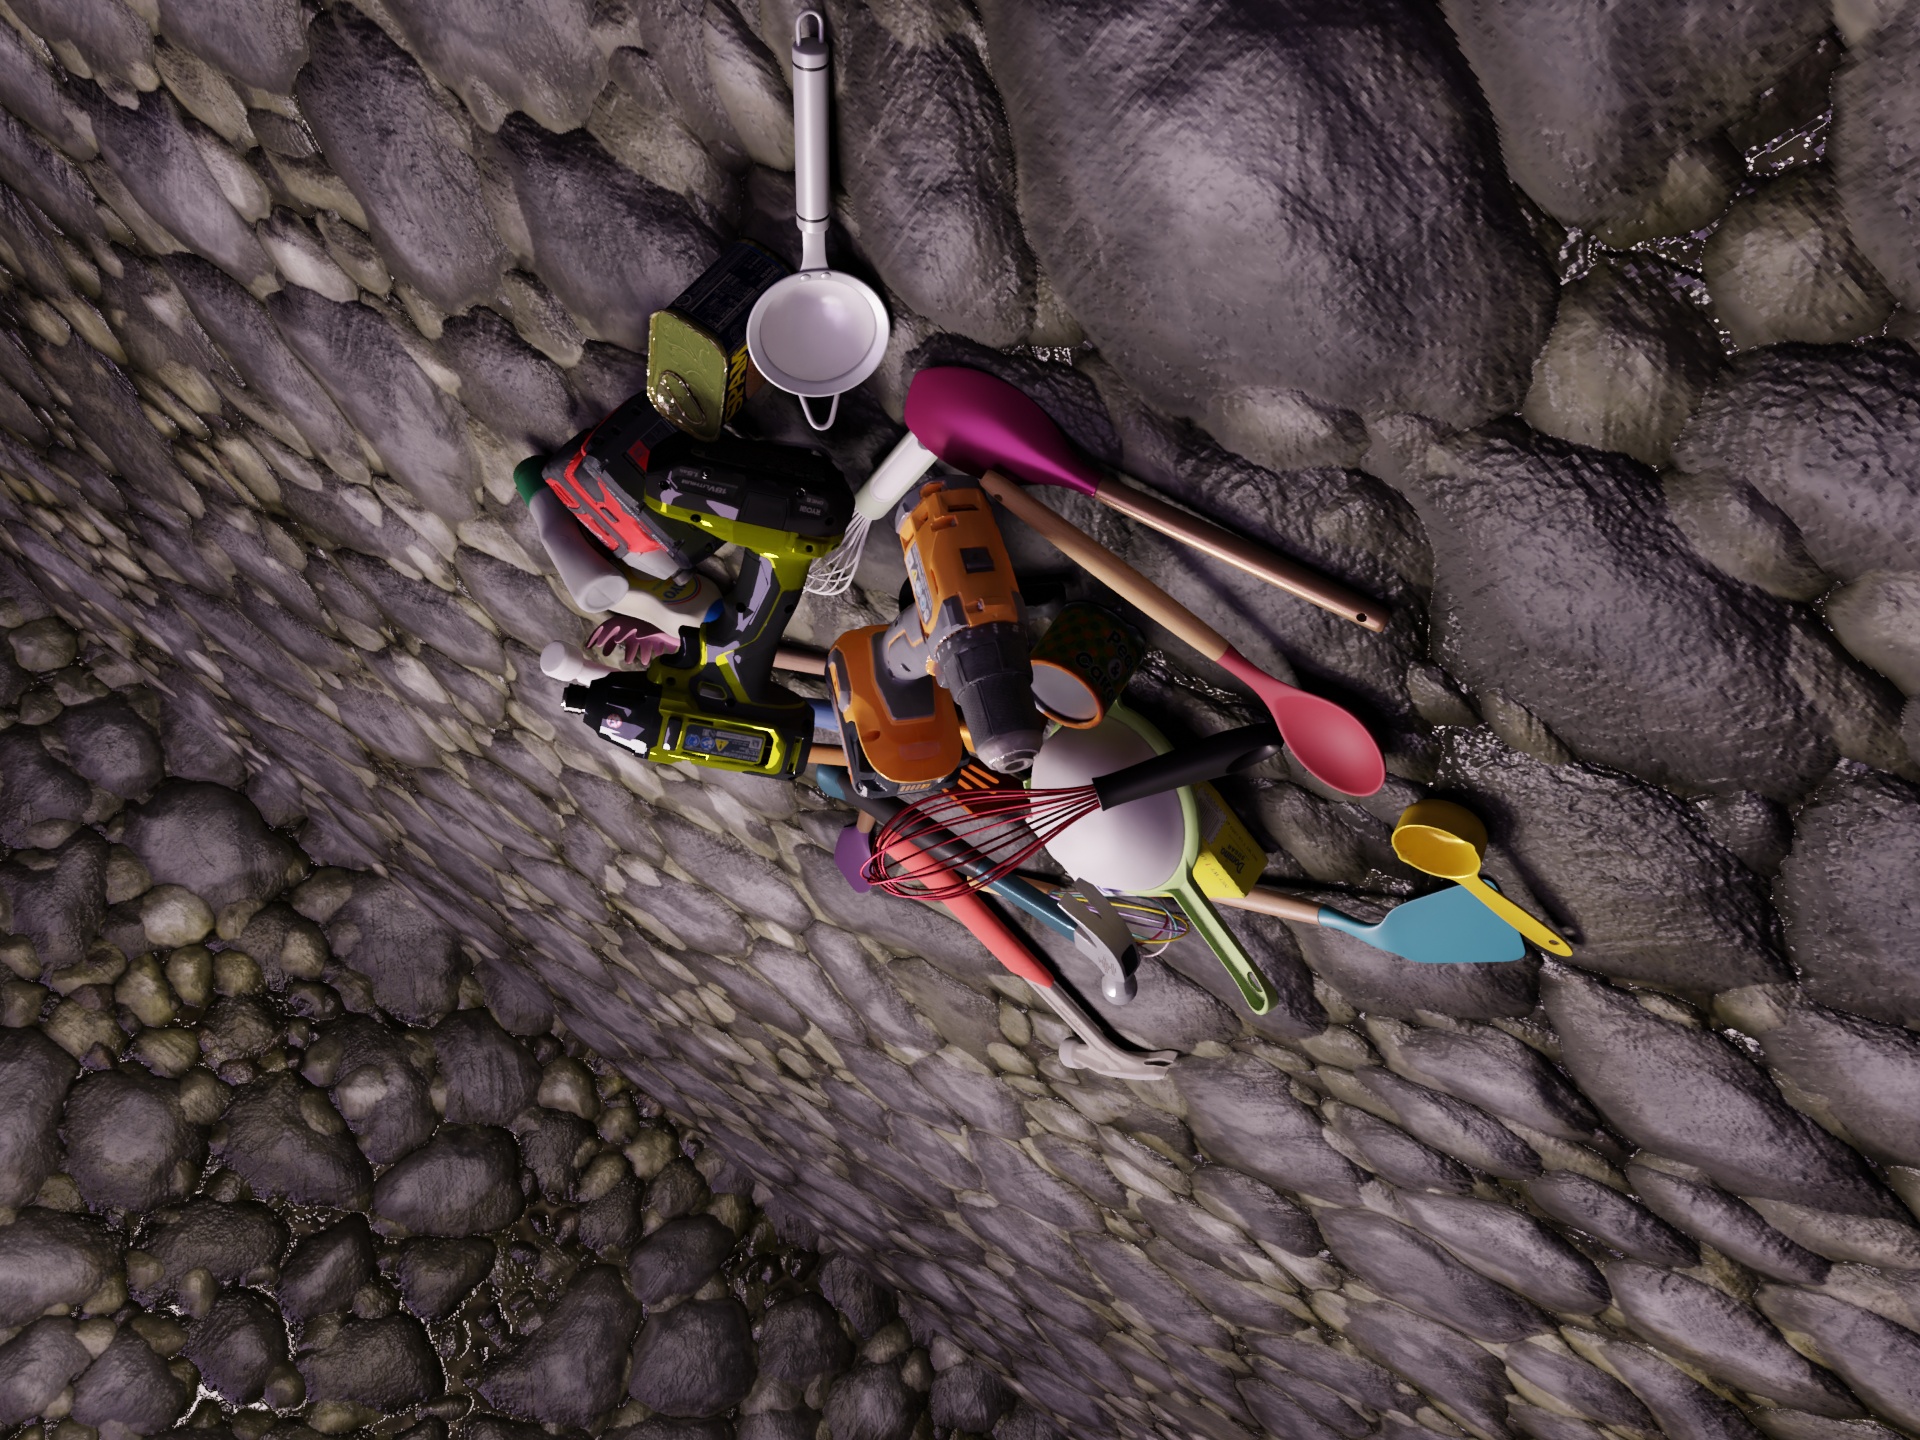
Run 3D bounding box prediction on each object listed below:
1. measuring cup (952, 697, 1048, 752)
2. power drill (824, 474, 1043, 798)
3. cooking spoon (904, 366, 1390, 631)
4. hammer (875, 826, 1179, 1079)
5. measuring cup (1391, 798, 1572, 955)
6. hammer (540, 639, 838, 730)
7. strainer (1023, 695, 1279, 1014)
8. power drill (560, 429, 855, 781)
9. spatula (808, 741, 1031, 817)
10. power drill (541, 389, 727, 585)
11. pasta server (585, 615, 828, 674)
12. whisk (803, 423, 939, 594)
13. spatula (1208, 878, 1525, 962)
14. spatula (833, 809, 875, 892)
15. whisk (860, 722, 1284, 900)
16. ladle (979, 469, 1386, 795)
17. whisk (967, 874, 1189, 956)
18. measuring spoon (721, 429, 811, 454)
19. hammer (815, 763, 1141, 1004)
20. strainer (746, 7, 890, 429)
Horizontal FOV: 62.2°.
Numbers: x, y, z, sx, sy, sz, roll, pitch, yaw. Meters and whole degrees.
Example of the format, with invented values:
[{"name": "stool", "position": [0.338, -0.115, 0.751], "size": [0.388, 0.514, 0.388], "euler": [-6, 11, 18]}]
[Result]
[{"name": "measuring cup", "position": [-0.002, -0.004, 1.197], "size": [0.095, 0.052, 0.174], "euler": [23, 169, -29]}, {"name": "power drill", "position": [-0.014, -0.023, 1.021], "size": [0.226, 0.084, 0.185], "euler": [125, 134, -58]}, {"name": "cooking spoon", "position": [0.105, -0.127, 0.941], "size": [0.319, 0.017, 0.068], "euler": [27, 129, 12]}, {"name": "hammer", "position": [0.052, 0.218, 1.505], "size": [0.358, 0.037, 0.149], "euler": [48, 150, -20]}, {"name": "measuring cup", "position": [0.344, 0.101, 1.026], "size": [0.156, 0.029, 0.062], "euler": [36, 152, -17]}, {"name": "hammer", "position": [-0.175, -0.015, 1.377], "size": [0.406, 0.035, 0.144], "euler": [9, 170, 33]}, {"name": "strainer", "position": [0.124, 0.106, 1.113], "size": [0.256, 0.069, 0.151], "euler": [55, 143, 19]}, {"name": "power drill", "position": [-0.168, -0.073, 1.069], "size": [0.171, 0.080, 0.223], "euler": [11, 114, -13]}, {"name": "spatula", "position": [-0.083, 0.040, 1.340], "size": [0.323, 0.081, 0.041], "euler": [4, 105, 39]}, {"name": "power drill", "position": [-0.233, -0.164, 1.189], "size": [0.143, 0.078, 0.220], "euler": [47, 163, -16]}, {"name": "pasta server", "position": [-0.208, -0.057, 1.385], "size": [0.316, 0.040, 0.060], "euler": [11, 172, 36]}, {"name": "whisk", "position": [-0.066, -0.145, 1.088], "size": [0.058, 0.059, 0.246], "euler": [43, 146, -7]}, {"name": "spatula", "position": [0.253, 0.131, 1.170], "size": [0.318, 0.044, 0.082], "euler": [9, 141, 49]}, {"name": "spatula", "position": [-0.085, 0.090, 1.481], "size": [0.060, 0.018, 0.315], "euler": [52, 154, 17]}, {"name": "whisk", "position": [0.073, 0.055, 1.057], "size": [0.296, 0.073, 0.073], "euler": [-19, 133, 4]}, {"name": "ladle", "position": [0.140, -0.056, 0.983], "size": [0.315, 0.031, 0.069], "euler": [36, 149, -8]}, {"name": "whisk", "position": [0.093, 0.156, 1.363], "size": [0.245, 0.047, 0.051], "euler": [10, 143, 45]}, {"name": "measuring spoon", "position": [-0.146, -0.184, 1.142], "size": [0.129, 0.021, 0.042], "euler": [15, 145, 38]}, {"name": "hammer", "position": [0.009, 0.120, 1.342], "size": [0.331, 0.033, 0.128], "euler": [30, 153, 26]}, {"name": "strainer", "position": [-0.083, -0.282, 0.910], "size": [0.087, 0.050, 0.258], "euler": [-6, 141, -9]}]
